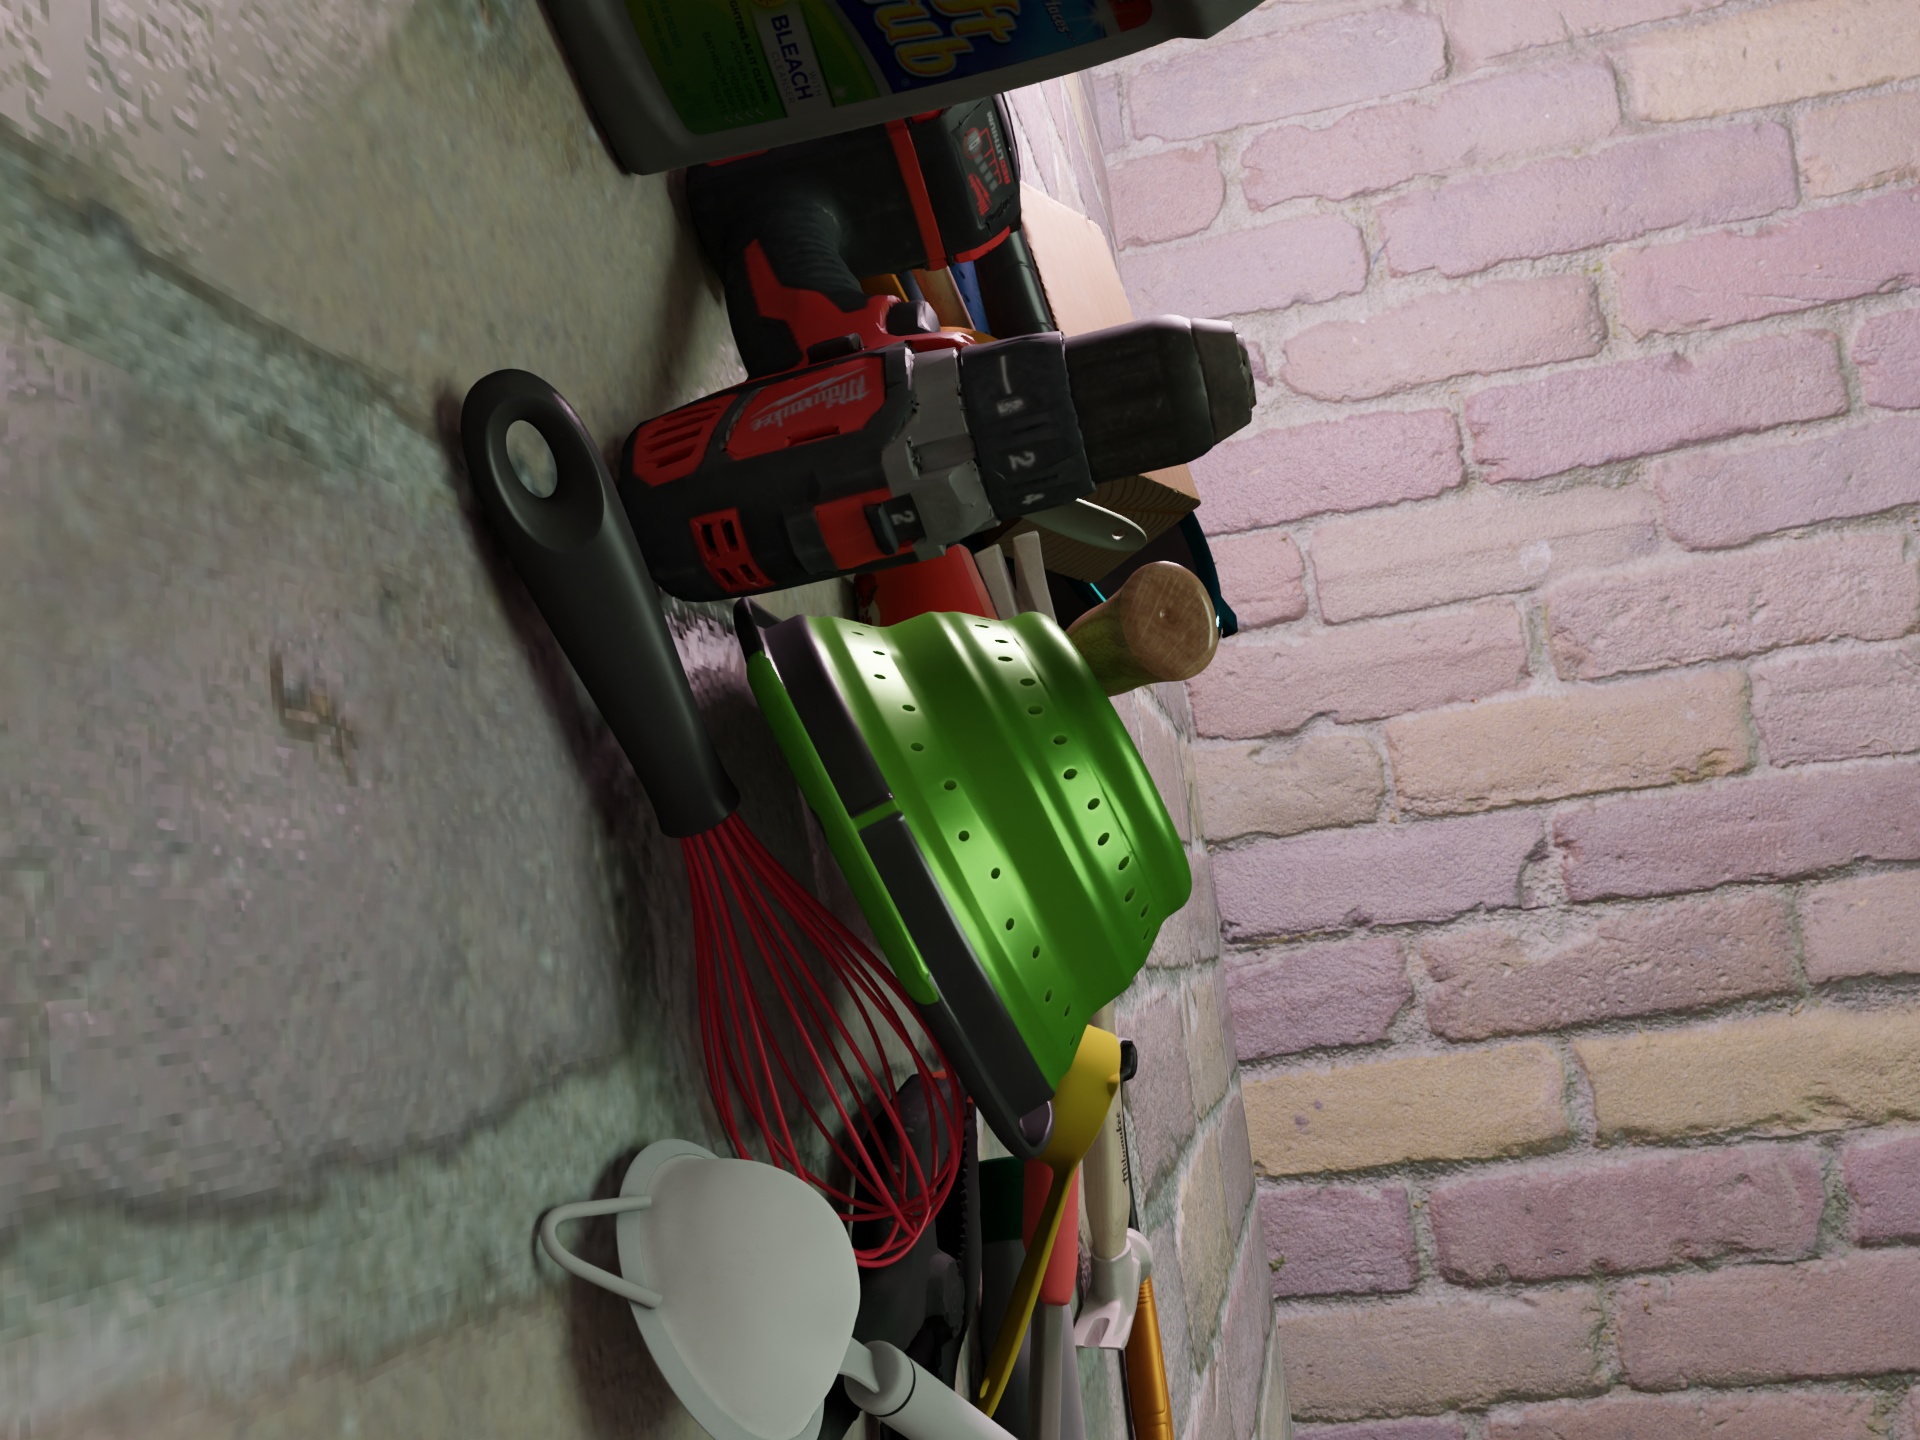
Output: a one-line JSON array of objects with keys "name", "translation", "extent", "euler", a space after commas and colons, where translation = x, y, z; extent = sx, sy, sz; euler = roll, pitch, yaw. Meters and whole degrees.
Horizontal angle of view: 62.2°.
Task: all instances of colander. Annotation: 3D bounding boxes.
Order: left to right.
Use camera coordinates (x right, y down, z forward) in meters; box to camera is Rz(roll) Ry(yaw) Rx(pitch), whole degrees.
[{"name": "colander", "translation": [0.019, 0.049, 0.605], "extent": [0.205, 0.094, 0.397], "euler": [62, -2, 14]}]

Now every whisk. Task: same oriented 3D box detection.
[{"name": "whisk", "translation": [-0.064, 0.041, 0.444], "extent": [0.073, 0.073, 0.295], "euler": [-78, 150, -60]}]

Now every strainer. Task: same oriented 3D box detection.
[{"name": "strainer", "translation": [-0.025, 0.182, 0.452], "extent": [0.258, 0.050, 0.087], "euler": [57, 10, -45]}, {"name": "strainer", "translation": [0.042, -0.100, 0.992], "extent": [0.340, 0.095, 0.211], "euler": [-22, 84, -56]}]

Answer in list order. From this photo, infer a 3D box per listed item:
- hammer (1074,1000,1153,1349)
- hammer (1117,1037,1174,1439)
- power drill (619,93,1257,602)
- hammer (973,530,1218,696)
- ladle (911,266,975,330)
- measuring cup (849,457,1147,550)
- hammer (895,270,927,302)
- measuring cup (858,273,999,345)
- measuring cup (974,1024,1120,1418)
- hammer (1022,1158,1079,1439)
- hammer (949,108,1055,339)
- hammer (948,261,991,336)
[{"name": "hammer", "translation": [0.081, 0.169, 0.979], "extent": [0.146, 0.038, 0.410], "euler": [-7, 94, -77]}, {"name": "hammer", "translation": [0.121, 0.390, 1.096], "extent": [0.127, 0.034, 0.337], "euler": [38, 44, -74]}, {"name": "power drill", "translation": [-0.011, -0.141, 0.524], "extent": [0.080, 0.188, 0.227], "euler": [68, 14, -47]}, {"name": "hammer", "translation": [0.050, -0.026, 0.624], "extent": [0.331, 0.031, 0.130], "euler": [146, -78, -86]}, {"name": "ladle", "translation": [-0.030, -0.272, 0.734], "extent": [0.078, 0.062, 0.319], "euler": [-109, 172, -53]}, {"name": "measuring cup", "translation": [0.014, -0.118, 0.724], "extent": [0.167, 0.083, 0.038], "euler": [19, 44, -25]}, {"name": "hammer", "translation": [-0.034, -0.363, 0.812], "extent": [0.033, 0.128, 0.331], "euler": [-7, -98, 58]}, {"name": "measuring cup", "translation": [-0.029, -0.173, 0.752], "extent": [0.173, 0.095, 0.052], "euler": [57, 26, -18]}, {"name": "measuring cup", "translation": [0.022, 0.184, 0.599], "extent": [0.062, 0.029, 0.157], "euler": [-51, -165, 58]}, {"name": "hammer", "translation": [0.040, 0.199, 0.677], "extent": [0.149, 0.036, 0.359], "euler": [106, -9, -55]}, {"name": "hammer", "translation": [-0.021, -0.329, 0.742], "extent": [0.149, 0.036, 0.408], "euler": [-130, -162, -70]}, {"name": "hammer", "translation": [-0.029, -0.386, 0.885], "extent": [0.144, 0.035, 0.405], "euler": [5, 73, -69]}]
